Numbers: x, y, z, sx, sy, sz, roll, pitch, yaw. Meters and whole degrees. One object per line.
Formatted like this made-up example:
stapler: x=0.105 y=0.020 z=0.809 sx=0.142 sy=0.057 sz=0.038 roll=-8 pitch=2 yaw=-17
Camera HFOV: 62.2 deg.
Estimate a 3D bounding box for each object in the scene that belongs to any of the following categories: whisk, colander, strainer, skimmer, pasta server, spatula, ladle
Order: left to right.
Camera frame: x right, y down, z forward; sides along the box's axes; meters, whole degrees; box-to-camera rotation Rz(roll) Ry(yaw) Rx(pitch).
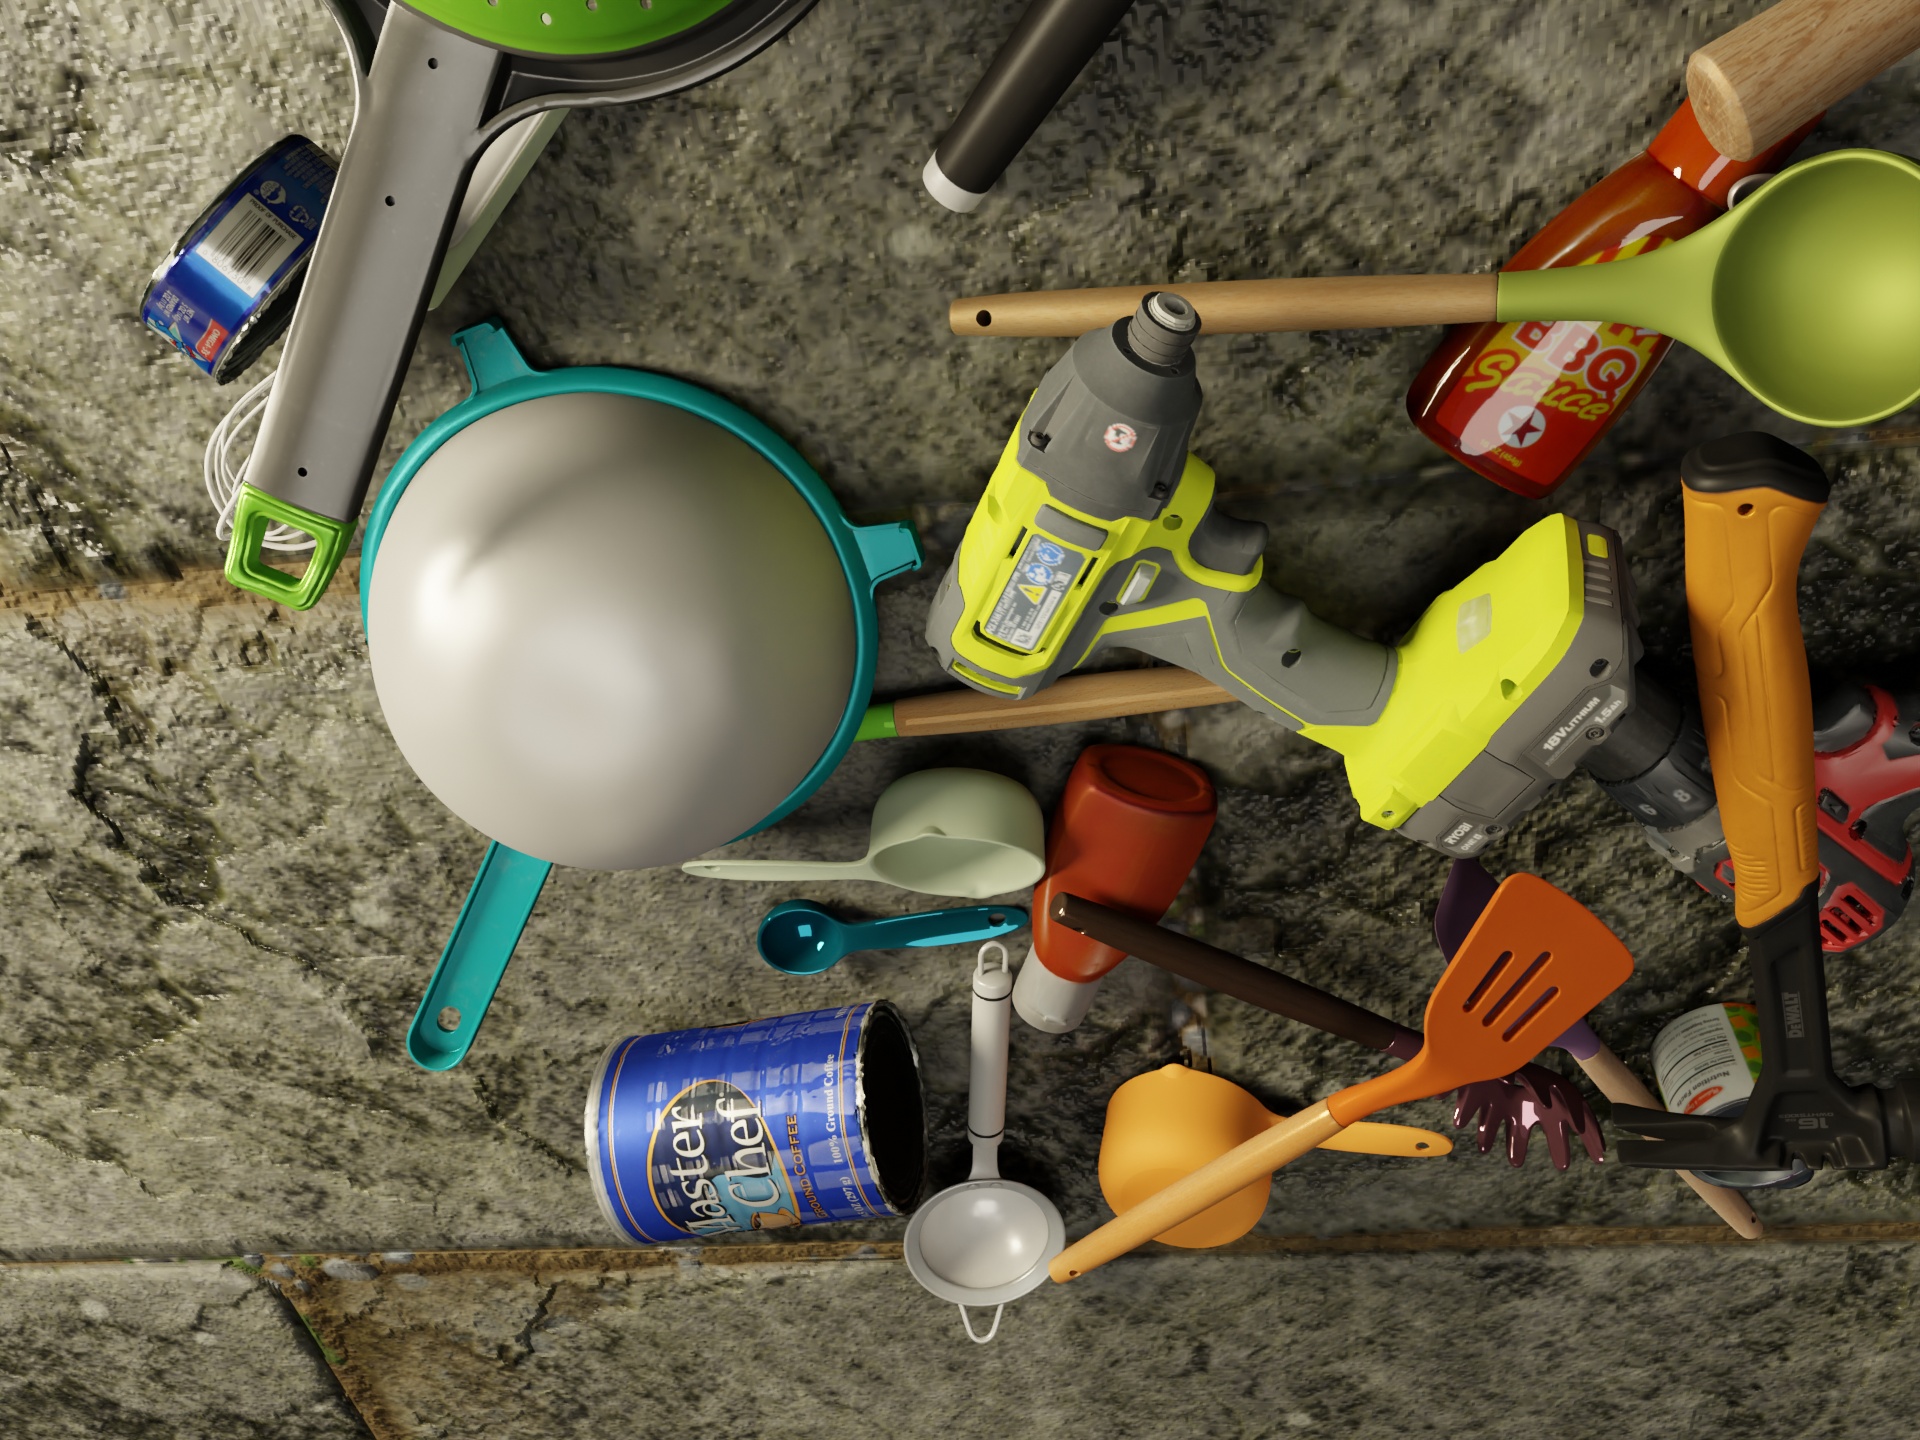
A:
whisk: x=-0.204 y=-0.151 z=0.573 sx=0.057 sy=0.059 sz=0.246 roll=41 pitch=116 yaw=-9
colander: x=-0.147 y=-0.198 z=0.437 sx=0.204 sy=0.095 sz=0.397 roll=23 pitch=109 yaw=-10
strainer: x=-0.169 y=0.030 z=0.630 sx=0.211 sy=0.095 sz=0.340 roll=26 pitch=112 yaw=-8
strainer: x=0.014 y=0.215 z=0.821 sx=0.087 sy=0.050 sz=0.258 roll=-1 pitch=120 yaw=-5
spatula: x=0.152 y=0.180 z=0.720 sx=0.081 sy=0.041 sz=0.322 roll=35 pitch=124 yaw=-21
pasta server: x=0.173 y=0.143 z=0.725 sx=0.316 sy=0.040 sz=0.060 roll=24 pitch=147 yaw=-22
skimmer: x=0.116 y=-0.275 z=0.442 sx=0.090 sy=0.127 sz=0.363 roll=-7 pitch=154 yaw=-42
ladle: x=0.143 y=-0.133 z=0.507 sx=0.320 sy=0.062 sz=0.078 roll=4 pitch=111 yaw=21
spatula: x=0.309 y=0.171 z=0.758 sx=0.315 sy=0.060 sz=0.018 roll=43 pitch=150 yaw=-27

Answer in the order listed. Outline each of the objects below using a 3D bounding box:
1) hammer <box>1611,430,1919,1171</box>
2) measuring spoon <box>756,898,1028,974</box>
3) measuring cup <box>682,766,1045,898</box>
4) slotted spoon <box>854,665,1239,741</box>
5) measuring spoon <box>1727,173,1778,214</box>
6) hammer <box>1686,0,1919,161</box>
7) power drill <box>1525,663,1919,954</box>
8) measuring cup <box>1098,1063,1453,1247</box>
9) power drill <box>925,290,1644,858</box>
hammer: x=0.294 y=0.049 z=0.595 sx=0.127 sy=0.034 sz=0.336 roll=-8 pitch=123 yaw=22
measuring spoon: x=-0.032 y=0.095 z=0.755 sx=0.128 sy=0.021 sz=0.042 roll=-6 pitch=125 yaw=-1
measuring cup: x=-0.044 y=0.049 z=0.699 sx=0.167 sy=0.038 sz=0.083 roll=-3 pitch=155 yaw=17
slotted spoon: x=-0.001 y=-0.002 z=0.672 sx=0.314 sy=0.031 sz=0.070 roll=-7 pitch=125 yaw=8
measuring spoon: x=0.290 y=-0.157 z=0.514 sx=0.124 sy=0.018 sz=0.034 roll=9 pitch=127 yaw=-24
hammer: x=0.348 y=-0.257 z=0.411 sx=0.331 sy=0.031 sz=0.130 roll=-31 pitch=120 yaw=13
power drill: x=0.347 y=-0.019 z=0.595 sx=0.187 sy=0.080 sz=0.226 roll=33 pitch=125 yaw=-17
measuring cup: x=0.152 y=0.222 z=0.785 sx=0.173 sy=0.052 sz=0.095 roll=-3 pitch=125 yaw=21
power drill: x=0.116 y=-0.047 z=0.566 sx=0.223 sy=0.080 sz=0.171 roll=22 pitch=138 yaw=-6
